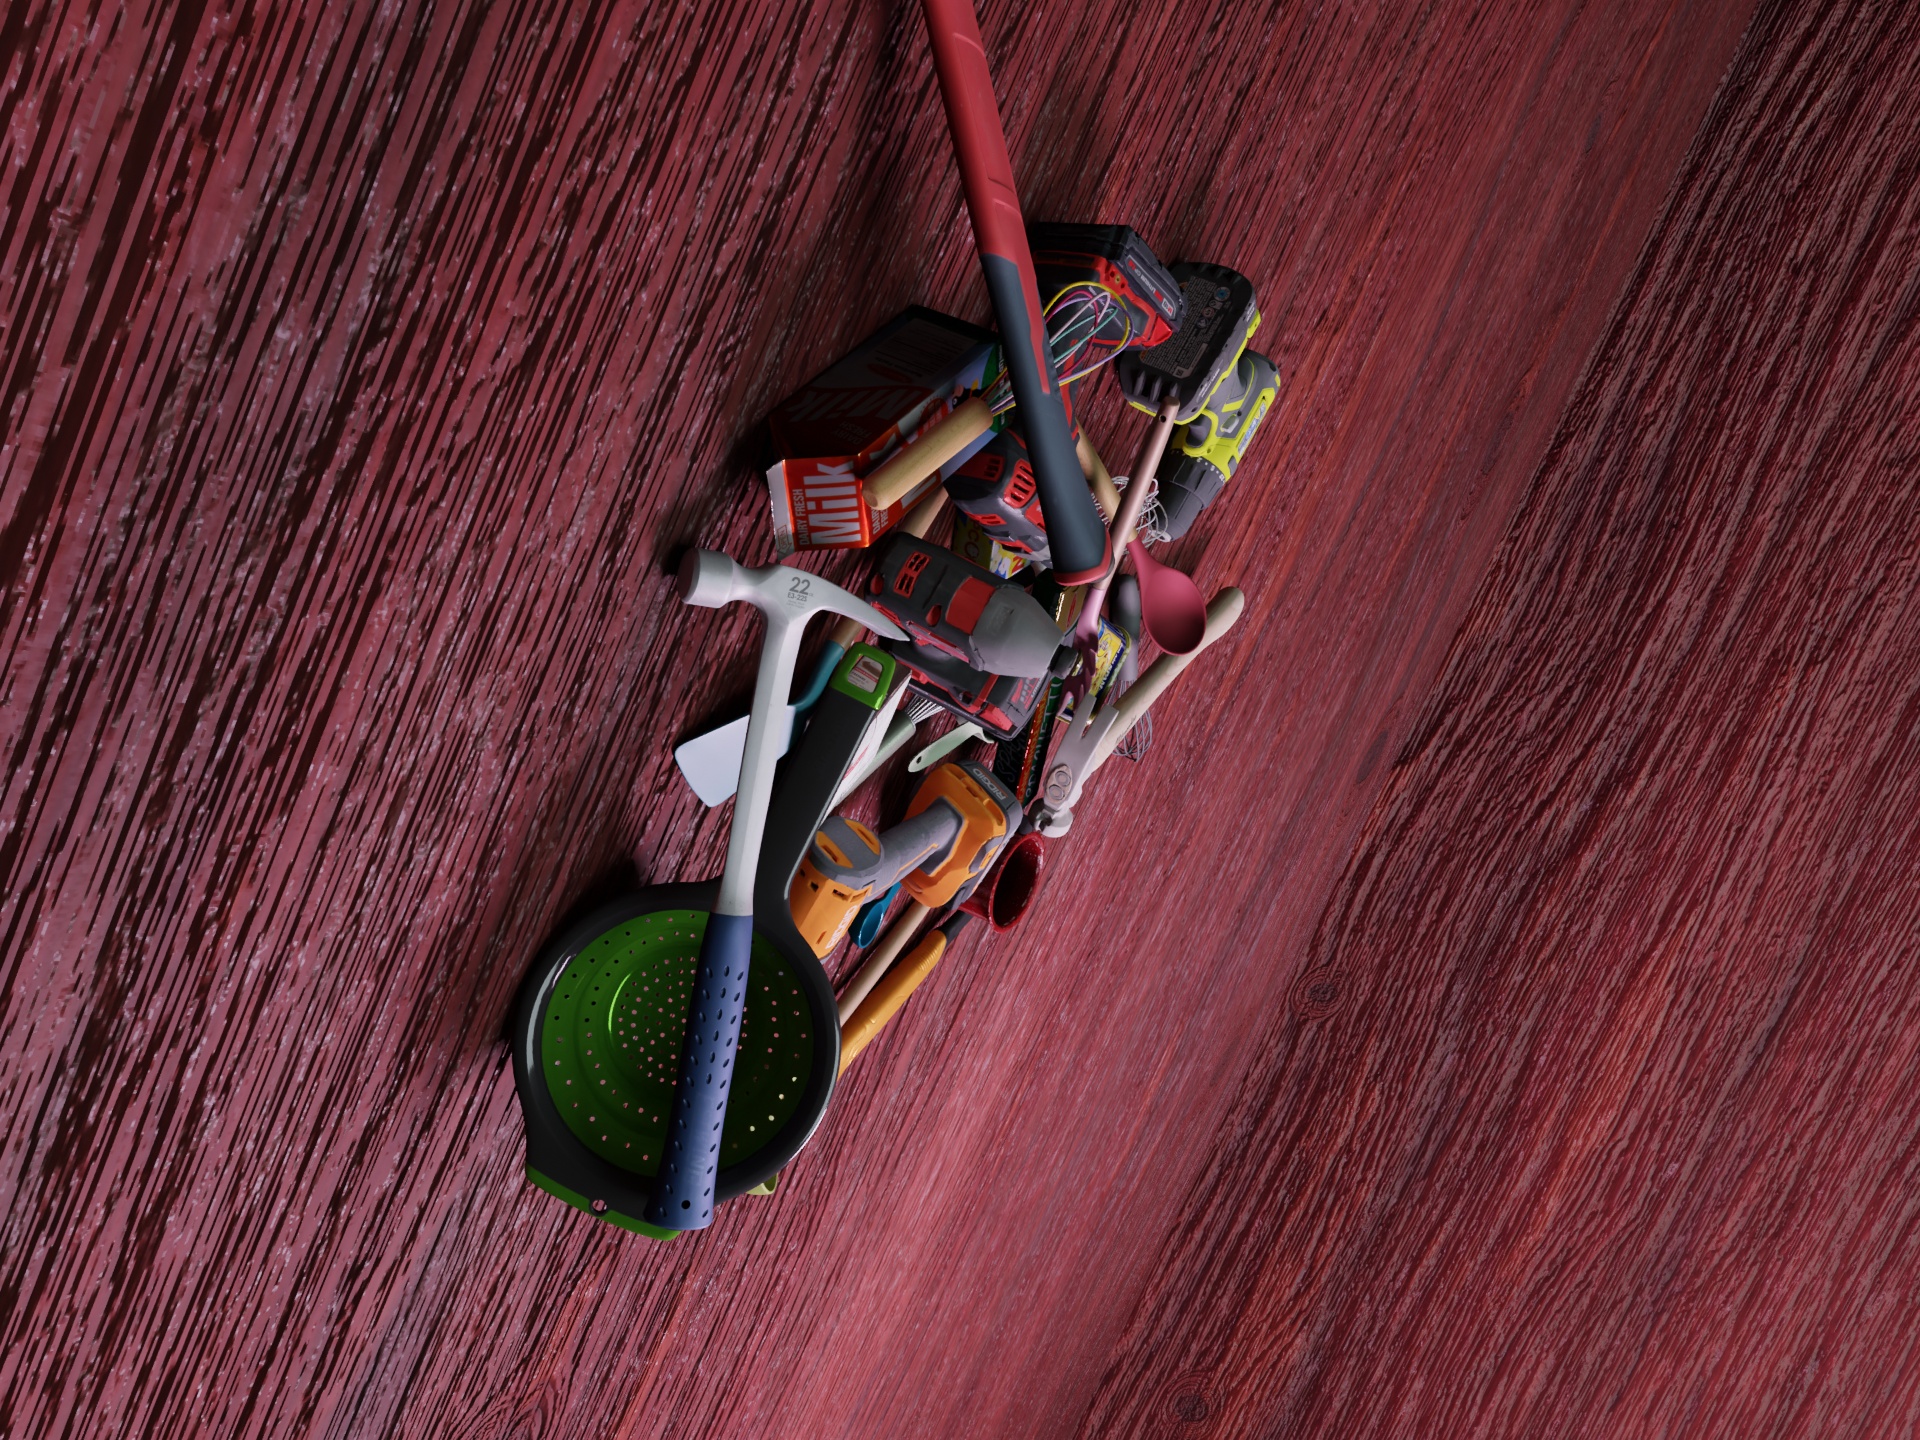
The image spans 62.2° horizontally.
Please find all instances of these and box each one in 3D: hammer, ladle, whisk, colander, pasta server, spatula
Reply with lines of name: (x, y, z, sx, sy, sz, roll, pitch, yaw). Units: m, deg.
hammer: (-0.037, 0.219, 1.457, 0.337, 0.034, 0.127, -45, 151, -34)
hammer: (0.187, -0.044, 1.497, 0.411, 0.038, 0.146, -42, 159, -49)
ladle: (0.128, -0.167, 1.296, 0.069, 0.031, 0.315, -54, 134, -20)
ladle: (-0.100, 0.262, 1.356, 0.320, 0.062, 0.078, -51, 144, -30)
whisk: (0.023, -0.204, 0.983, 0.245, 0.051, 0.047, -43, 125, -29)
whisk: (0.077, -0.137, 1.312, 0.284, 0.070, 0.070, -33, 142, -39)
colander: (-0.146, 0.132, 1.044, 0.397, 0.204, 0.094, -64, -173, -4)
pasta server: (0.116, -0.125, 1.275, 0.040, 0.060, 0.316, -53, 168, -44)
spatula: (-0.082, -0.076, 1.096, 0.318, 0.044, 0.082, -58, 155, -22)
whisk: (0.165, -0.050, 1.576, 0.055, 0.055, 0.238, -45, 145, -35)
hammer: (-0.131, 0.107, 0.968, 0.144, 0.035, 0.405, 9, 93, -28)
whisk: (-0.039, -0.005, 1.230, 0.246, 0.058, 0.059, -43, 115, -30)
hammer: (0.018, -0.256, 0.908, 0.143, 0.038, 0.386, -36, 119, -45)

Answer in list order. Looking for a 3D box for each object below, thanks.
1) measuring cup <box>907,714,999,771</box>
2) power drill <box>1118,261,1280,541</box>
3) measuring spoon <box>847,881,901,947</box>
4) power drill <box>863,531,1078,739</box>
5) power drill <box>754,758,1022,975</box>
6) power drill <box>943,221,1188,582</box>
measuring cup: (-0.002, -0.004, 1.304, 0.167, 0.038, 0.083, -34, 143, -43)
power drill: (0.207, -0.275, 1.398, 0.190, 0.080, 0.228, -60, 158, -7)
measuring spoon: (-0.063, 0.137, 1.355, 0.129, 0.021, 0.042, -58, 159, -33)
power drill: (0.012, -0.055, 1.100, 0.078, 0.143, 0.219, -62, 174, -7)
power drill: (-0.066, 0.124, 1.246, 0.226, 0.084, 0.164, -21, 150, -50)
power drill: (0.084, -0.218, 1.137, 0.187, 0.080, 0.227, 29, 79, -53)
